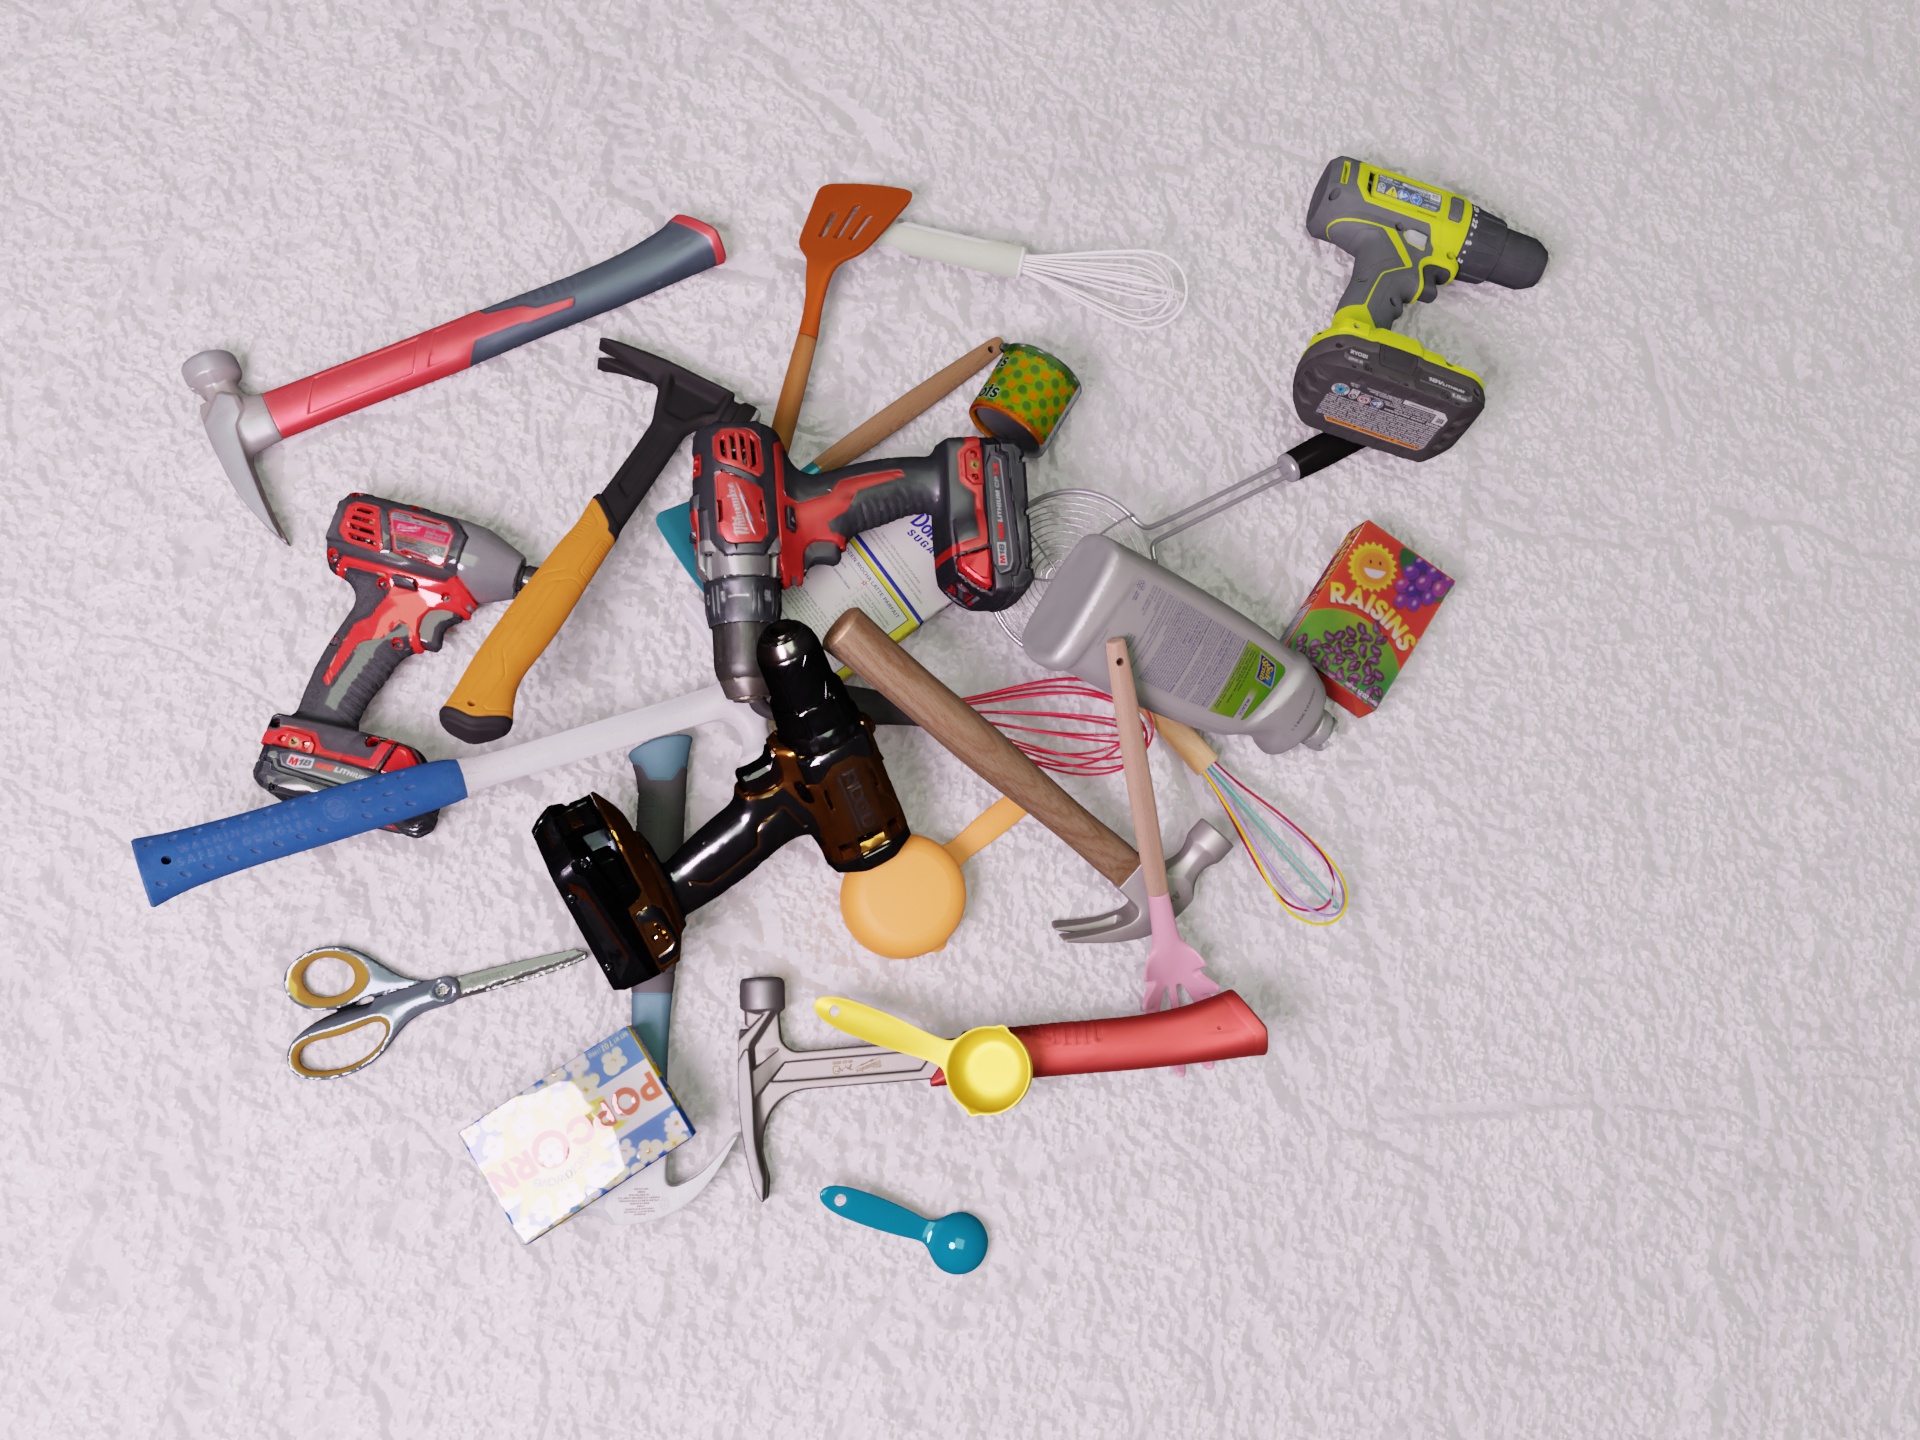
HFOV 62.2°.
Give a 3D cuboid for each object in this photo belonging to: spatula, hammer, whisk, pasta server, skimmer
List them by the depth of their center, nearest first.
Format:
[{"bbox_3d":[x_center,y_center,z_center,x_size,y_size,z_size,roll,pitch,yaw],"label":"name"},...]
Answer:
[{"bbox_3d":[-0.314,0.029,1.030,0.405,0.035,0.144,-18,85,-27],"label":"hammer"},{"bbox_3d":[-0.260,-0.124,1.079,0.127,0.034,0.337,26,56,-2],"label":"hammer"},{"bbox_3d":[0.028,0.237,1.082,0.359,0.036,0.149,-5,80,1],"label":"hammer"},{"bbox_3d":[0.036,0.039,1.087,0.331,0.031,0.130,40,93,-22],"label":"hammer"},{"bbox_3d":[-0.212,0.173,1.088,0.128,0.033,0.331,2,79,-7],"label":"hammer"},{"bbox_3d":[0.134,0.096,1.092,0.060,0.040,0.316,-13,108,-4],"label":"pasta server"},{"bbox_3d":[-0.002,-0.004,1.121,0.295,0.073,0.073,5,79,-14],"label":"whisk"},{"bbox_3d":[-0.344,-0.262,1.147,0.386,0.038,0.143,-25,85,-12],"label":"hammer"},{"bbox_3d":[-0.080,-0.196,1.155,0.317,0.044,0.082,-39,102,-20],"label":"spatula"},{"bbox_3d":[0.194,0.052,1.162,0.047,0.051,0.245,-42,83,10],"label":"whisk"},{"bbox_3d":[-0.115,-0.257,1.180,0.081,0.041,0.323,12,84,23],"label":"spatula"},{"bbox_3d":[0.189,-0.161,1.209,0.363,0.090,0.127,-27,88,-22],"label":"skimmer"},{"bbox_3d":[0.054,-0.349,1.217,0.246,0.058,0.059,12,109,-2],"label":"whisk"}]

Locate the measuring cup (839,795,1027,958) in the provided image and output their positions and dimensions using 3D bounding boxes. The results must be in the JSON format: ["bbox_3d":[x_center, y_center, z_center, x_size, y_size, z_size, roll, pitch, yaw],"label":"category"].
[{"bbox_3d":[-0.007,0.097,1.120,0.173,0.052,0.095,-38,87,-11],"label":"measuring cup"}]

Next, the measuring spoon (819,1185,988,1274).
[{"bbox_3d":[-0.036,0.341,1.073,0.128,0.021,0.042,26,79,-18],"label":"measuring spoon"}]

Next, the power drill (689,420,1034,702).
[{"bbox_3d":[-0.070,-0.109,1.083,0.226,0.080,0.188,-2,84,-15],"label":"power drill"}]

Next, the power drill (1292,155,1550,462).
[{"bbox_3d":[0.352,-0.317,1.221,0.190,0.080,0.229,18,63,-3],"label":"power drill"}]

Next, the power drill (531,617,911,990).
[{"bbox_3d":[-0.156,0.051,1.024,0.226,0.084,0.185,-27,124,-13],"label":"power drill"}]

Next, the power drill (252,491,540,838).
[{"bbox_3d":[-0.380,-0.039,1.084,0.143,0.078,0.220,15,75,-6],"label":"power drill"}]

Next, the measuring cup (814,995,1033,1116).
[{"bbox_3d":[-0.025,0.216,1.062,0.156,0.029,0.062,18,81,17],"label":"measuring cup"}]
